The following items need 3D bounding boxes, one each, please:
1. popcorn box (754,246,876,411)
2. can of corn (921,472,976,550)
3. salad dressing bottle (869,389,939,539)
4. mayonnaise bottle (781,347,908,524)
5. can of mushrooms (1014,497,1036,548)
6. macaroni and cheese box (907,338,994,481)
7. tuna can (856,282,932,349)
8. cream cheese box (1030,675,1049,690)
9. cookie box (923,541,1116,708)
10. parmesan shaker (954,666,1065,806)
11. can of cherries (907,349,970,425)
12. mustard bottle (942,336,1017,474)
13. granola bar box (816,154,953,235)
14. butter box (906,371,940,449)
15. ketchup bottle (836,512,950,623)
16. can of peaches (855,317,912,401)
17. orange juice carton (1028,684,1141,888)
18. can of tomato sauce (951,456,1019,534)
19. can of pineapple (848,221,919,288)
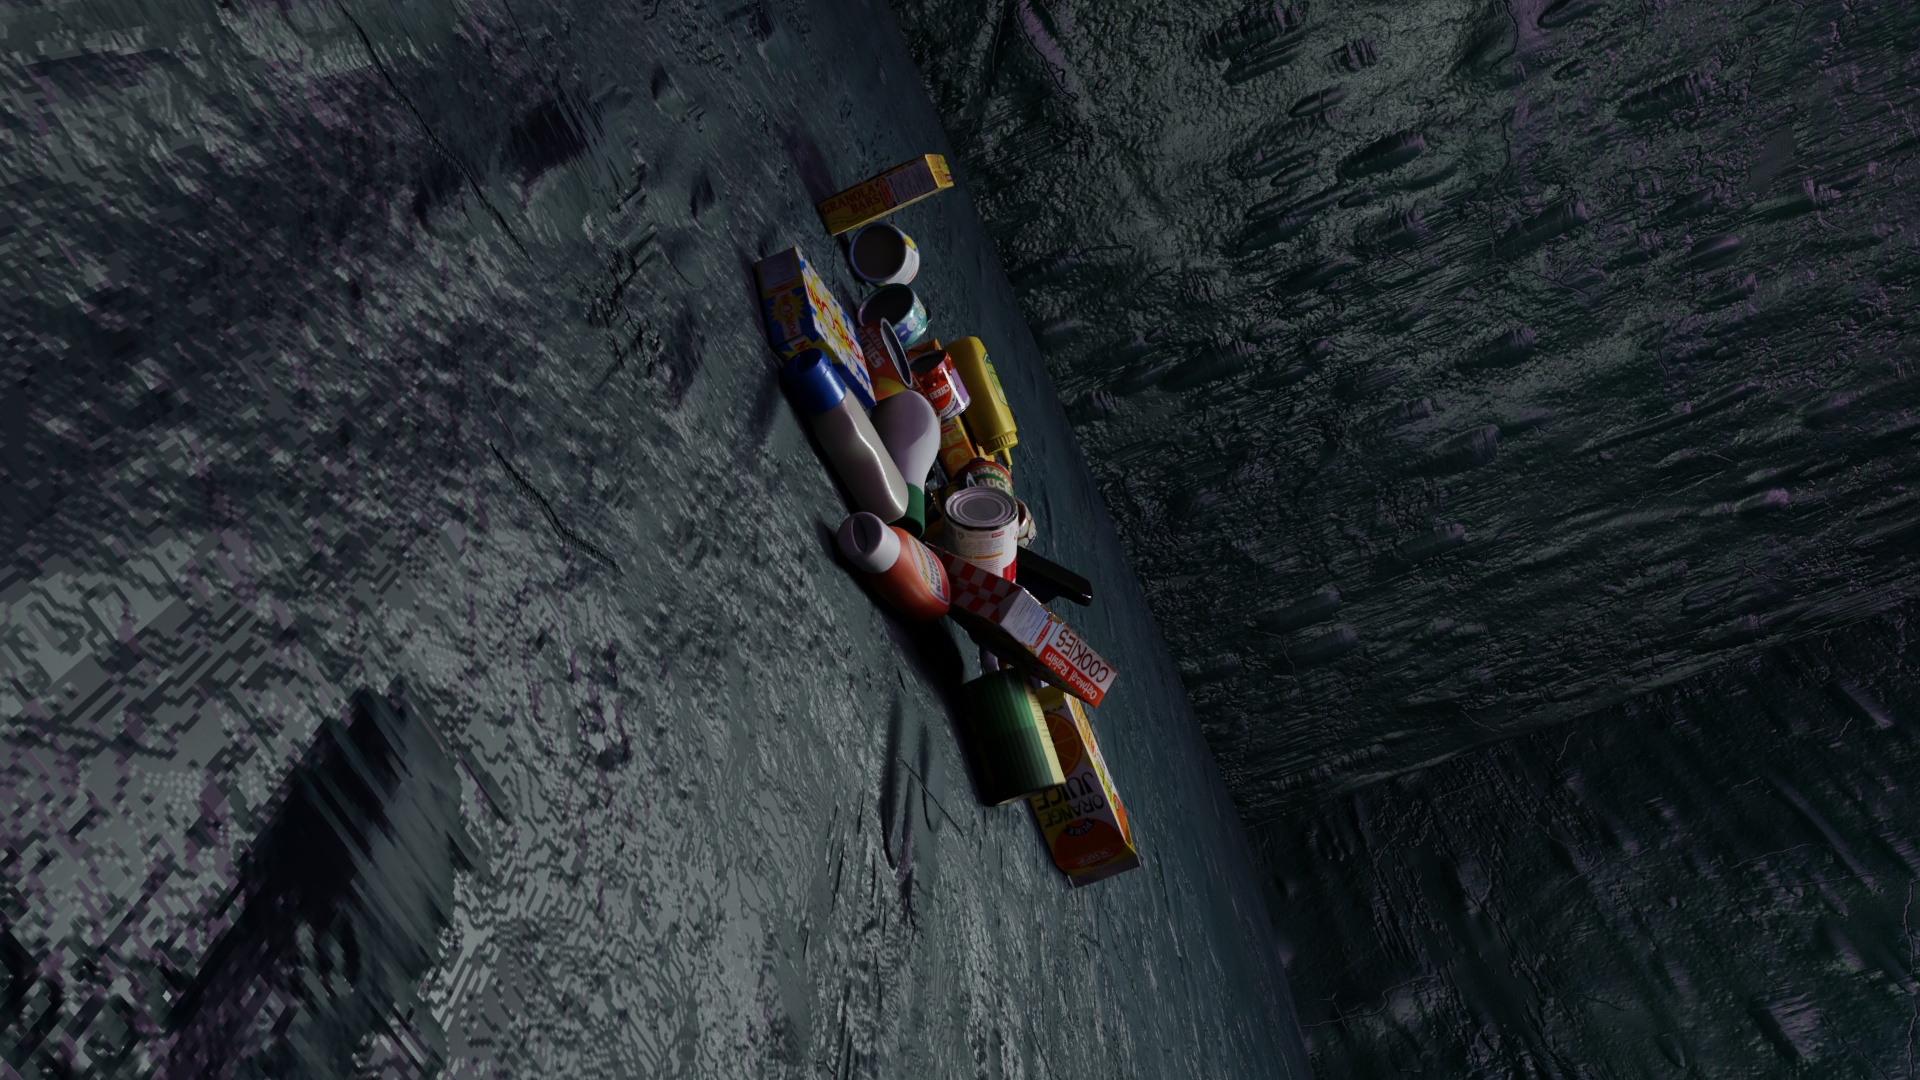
[{"bbox_3d":[-0.115,-0.163,1.111,0.126,0.038,0.085,50,22,-60],"label":"popcorn box"},{"bbox_3d":[-0.008,-0.023,1.319,0.071,0.058,0.071,-23,92,-80],"label":"can of corn"},{"bbox_3d":[-0.050,-0.065,1.197,0.043,0.064,0.148,67,16,-47],"label":"salad dressing bottle"},{"bbox_3d":[-0.089,-0.081,1.077,0.065,0.041,0.147,-100,164,-53],"label":"mayonnaise bottle"},{"bbox_3d":[0.050,-0.013,1.578,0.033,0.071,0.071,59,14,-45],"label":"can of mushrooms"},{"bbox_3d":[-0.010,-0.131,1.574,0.124,0.040,0.166,-91,156,-62],"label":"macaroni and cheese box"},{"bbox_3d":[-0.066,-0.224,1.389,0.032,0.071,0.071,55,17,-49],"label":"tuna can"},{"bbox_3d":[0.088,0.179,1.496,0.053,0.024,0.104,55,17,-48],"label":"cream cheese box"},{"bbox_3d":[0.044,0.073,1.182,0.123,0.040,0.167,24,-13,44],"label":"cookie box"},{"bbox_3d":[0.041,0.165,1.169,0.071,0.071,0.103,37,34,-71],"label":"parmesan shaker"},{"bbox_3d":[-0.030,-0.158,1.448,0.072,0.071,0.058,-91,157,-63],"label":"can of cherries"},{"bbox_3d":[0.028,-0.147,1.546,0.065,0.049,0.160,-6,73,-78],"label":"mustard bottle"},{"bbox_3d":[-0.077,-0.370,1.479,0.166,0.124,0.039,-73,140,-74],"label":"granola bar box"},{"bbox_3d":[-0.041,-0.121,1.343,0.053,0.024,0.103,59,-8,12],"label":"butter box"},{"bbox_3d":[-0.051,0.018,1.060,0.148,0.043,0.065,43,26,-66],"label":"ketchup bottle"},{"bbox_3d":[-0.082,-0.154,1.207,0.071,0.058,0.071,-23,92,-79],"label":"can of peaches"},{"bbox_3d":[0.107,0.239,1.338,0.073,0.072,0.192,-50,118,-78],"label":"orange juice carton"},{"bbox_3d":[0.027,-0.038,1.499,0.083,0.071,0.071,-98,163,-51],"label":"can of tomato sauce"},{"bbox_3d":[-0.083,-0.304,1.485,0.058,0.071,0.071,-9,78,-80],"label":"can of pineapple"}]
